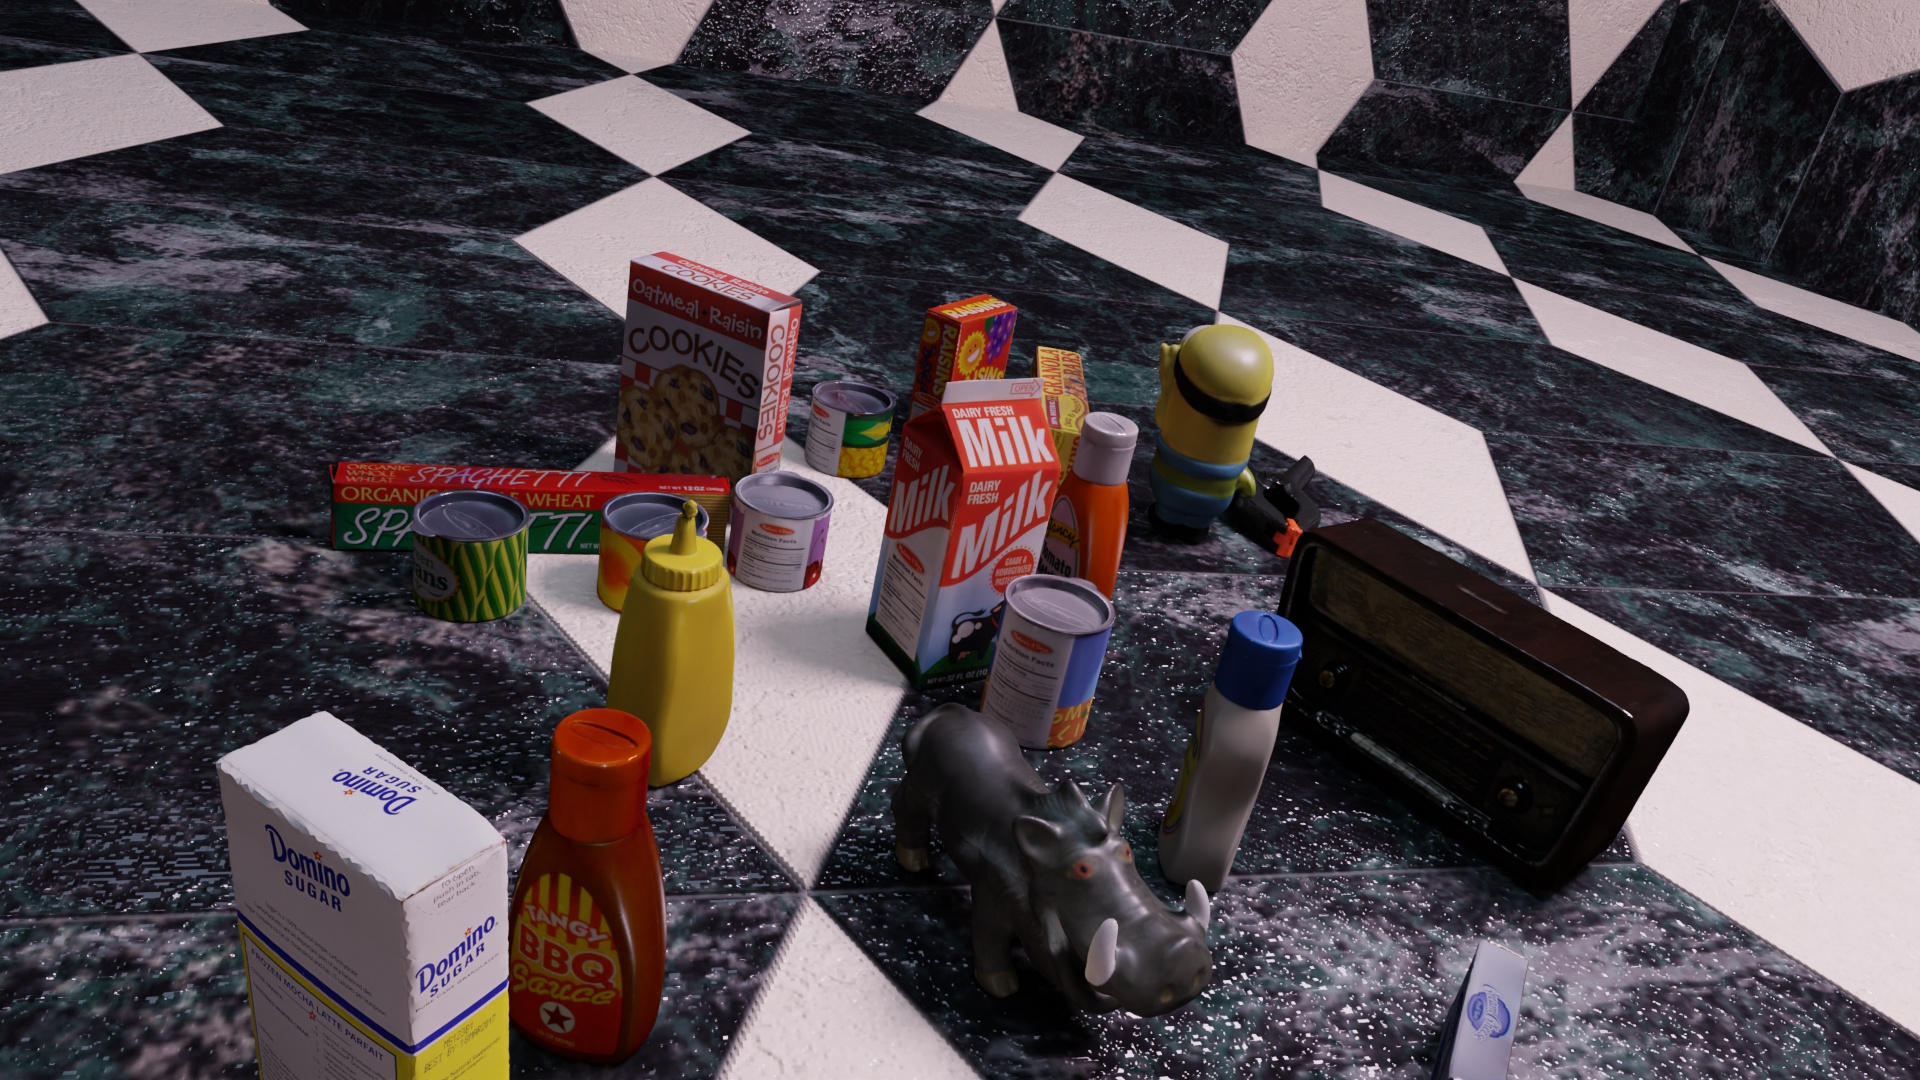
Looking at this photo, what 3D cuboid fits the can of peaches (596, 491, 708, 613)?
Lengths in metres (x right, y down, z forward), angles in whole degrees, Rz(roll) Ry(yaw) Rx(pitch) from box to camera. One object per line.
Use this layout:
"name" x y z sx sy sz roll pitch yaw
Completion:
"can of peaches" -0.193 0.010 0.879 0.071 0.057 0.071 9 27 -5

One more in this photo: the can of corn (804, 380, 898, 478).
"can of corn" -0.087 -0.089 1.114 0.071 0.058 0.071 9 27 -5

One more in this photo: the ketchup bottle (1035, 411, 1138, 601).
"ketchup bottle" 0.085 -0.012 0.931 0.043 0.148 0.065 -4 30 -29

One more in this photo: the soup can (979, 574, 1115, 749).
"soup can" 0.052 0.071 0.828 0.071 0.083 0.071 9 27 -5

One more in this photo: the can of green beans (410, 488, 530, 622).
"can of green beans" -0.296 0.009 0.839 0.071 0.057 0.071 9 27 -5

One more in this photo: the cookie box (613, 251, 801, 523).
"cookie box" -0.183 -0.108 0.991 0.123 0.166 0.040 23 28 21

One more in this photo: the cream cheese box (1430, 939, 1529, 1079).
"cream cheese box" 0.228 0.231 0.620 0.024 0.053 0.104 22 28 19

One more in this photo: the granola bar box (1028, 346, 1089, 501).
"granola bar box" 0.063 -0.059 1.042 0.039 0.123 0.166 10 27 -4

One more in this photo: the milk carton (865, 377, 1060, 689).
"milk carton" 0.003 -0.011 0.850 0.072 0.189 0.073 -7 32 -33

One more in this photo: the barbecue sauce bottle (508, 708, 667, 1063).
"barbecue sauce bottle" -0.146 0.136 0.550 0.065 0.147 0.044 17 27 11

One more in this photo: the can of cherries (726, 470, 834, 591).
"can of cherries" -0.122 -0.007 0.939 0.071 0.058 0.072 9 27 -5

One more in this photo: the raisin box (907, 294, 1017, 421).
"raisin box" 0.000 -0.139 1.174 0.040 0.122 0.086 27 30 28

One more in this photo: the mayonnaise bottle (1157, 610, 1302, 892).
"mayonnaise bottle" 0.139 0.107 0.721 0.041 0.147 0.065 13 26 3

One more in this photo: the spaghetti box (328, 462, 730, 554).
"spaghetti box" -0.278 -0.019 0.910 0.250 0.050 0.029 1 28 -20

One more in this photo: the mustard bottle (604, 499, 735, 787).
"mustard bottle" -0.145 0.048 0.710 0.049 0.159 0.065 24 29 24
